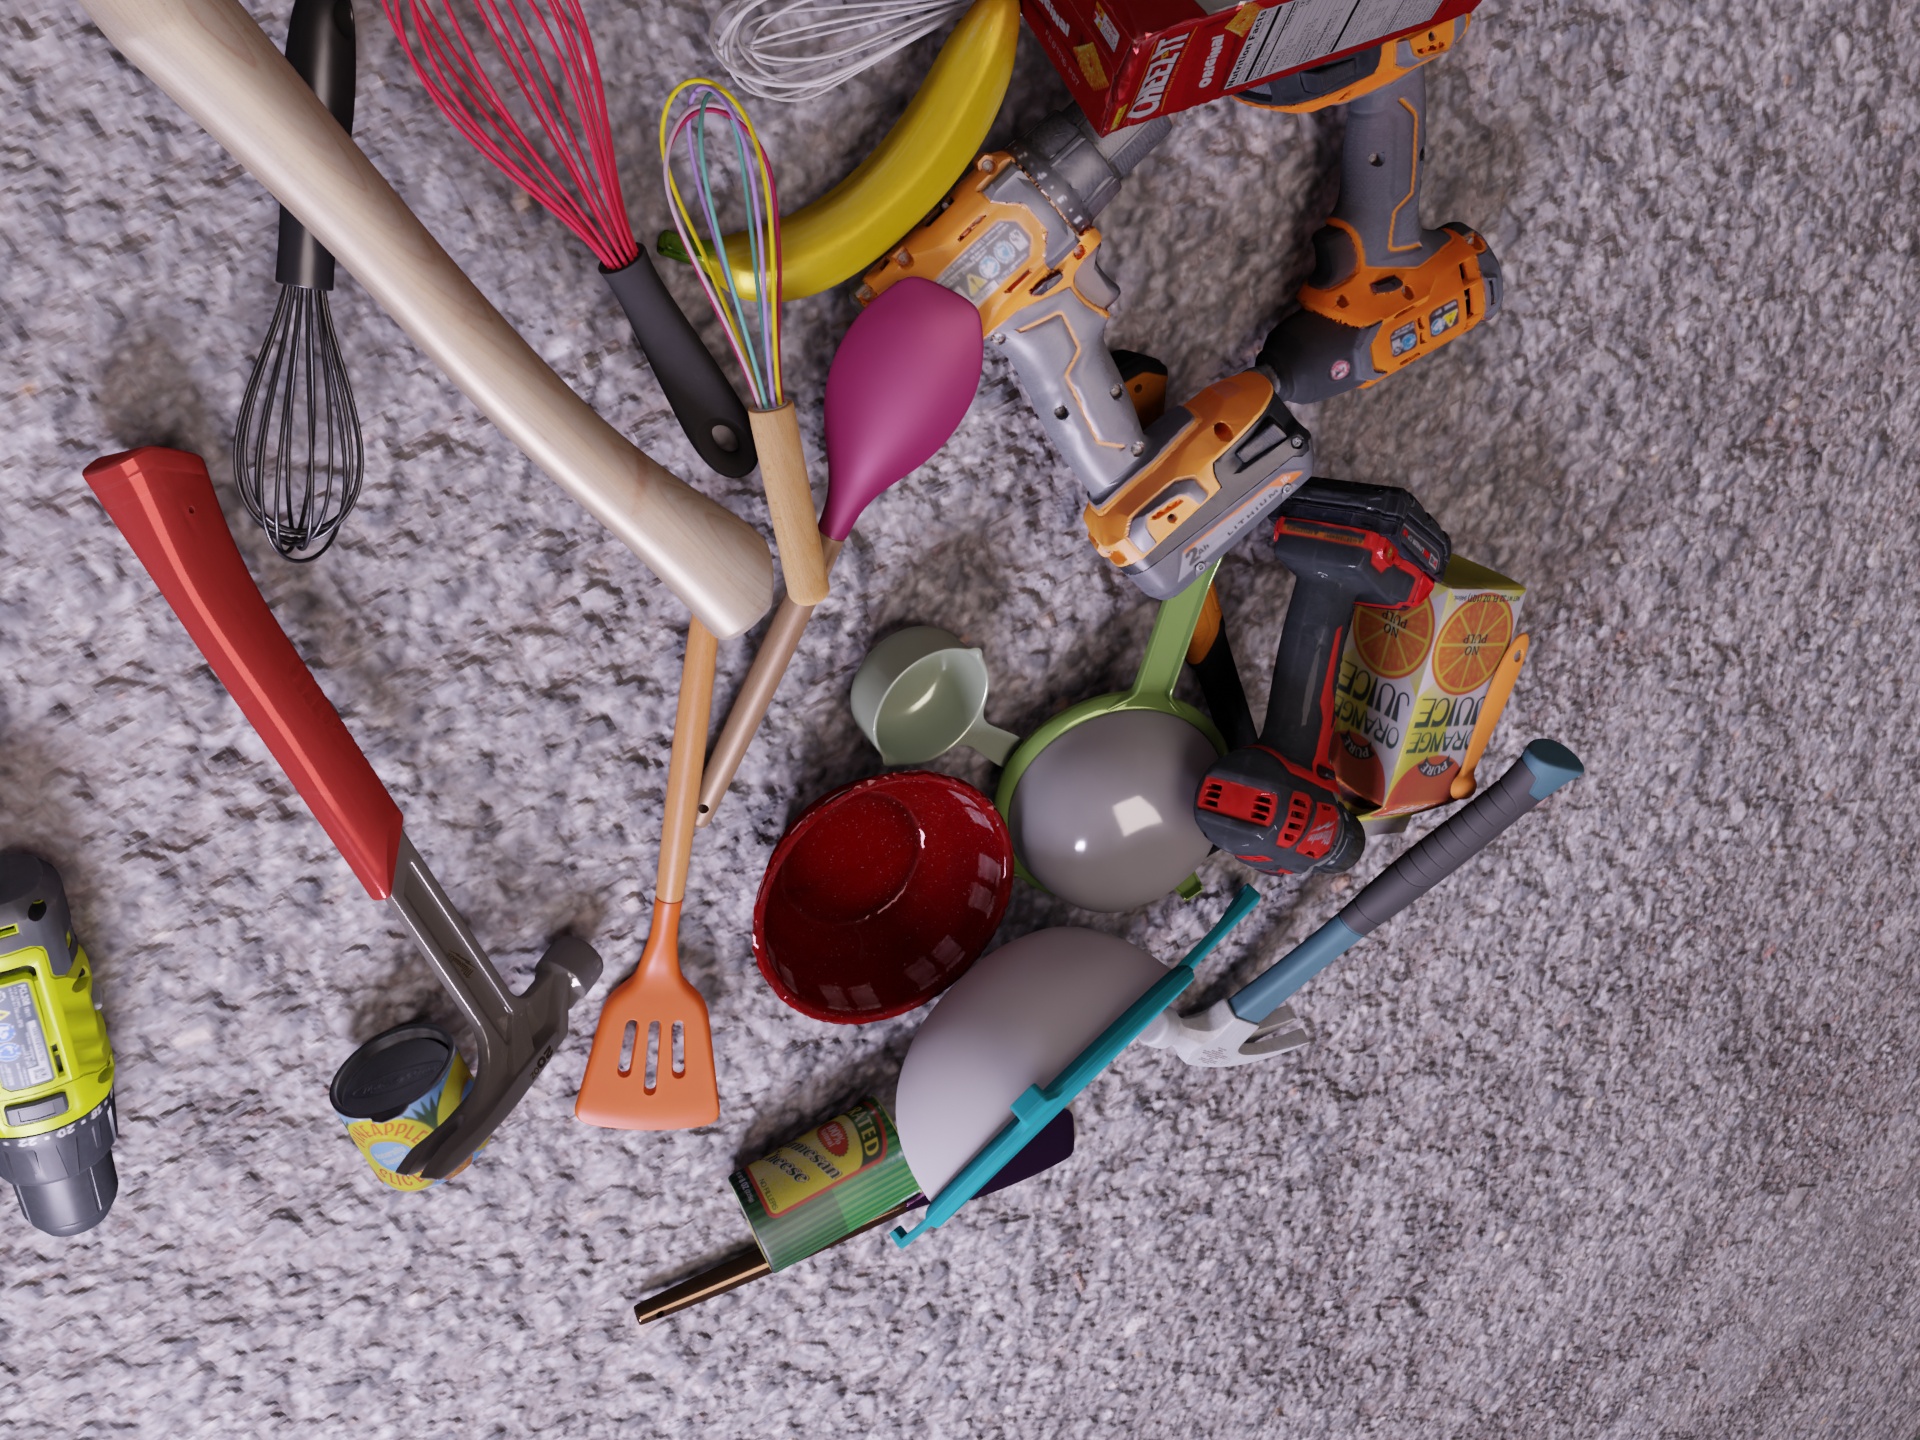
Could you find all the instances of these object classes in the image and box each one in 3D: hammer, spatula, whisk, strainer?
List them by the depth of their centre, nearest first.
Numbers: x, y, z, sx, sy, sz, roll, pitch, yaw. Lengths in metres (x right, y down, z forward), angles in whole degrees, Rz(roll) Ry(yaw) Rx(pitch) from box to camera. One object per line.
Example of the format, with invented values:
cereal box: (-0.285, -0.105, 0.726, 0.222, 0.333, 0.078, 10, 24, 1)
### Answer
hammer: (-0.222, -0.166, 0.655, 0.146, 0.038, 0.410, -50, 127, -12)
whisk: (-0.271, -0.183, 0.665, 0.055, 0.055, 0.239, 1, 108, -29)
whisk: (-0.156, -0.218, 0.693, 0.073, 0.073, 0.295, -36, 135, -9)
whisk: (-0.094, -0.167, 0.731, 0.047, 0.051, 0.244, -7, 118, 4)
hammer: (-0.290, 0.041, 0.734, 0.149, 0.037, 0.358, -57, 133, -45)
whisk: (-0.002, -0.335, 0.740, 0.246, 0.059, 0.057, -23, 159, -22)
spatula: (-0.151, 0.078, 0.847, 0.081, 0.041, 0.322, 5, 115, -14)
strainer: (0.111, 0.018, 0.911, 0.151, 0.069, 0.256, 5, 121, -18)
hammer: (0.133, -0.063, 0.951, 0.127, 0.034, 0.336, -32, 125, -13)
strainer: (0.071, 0.163, 0.976, 0.340, 0.095, 0.211, -34, 163, -43)
spatula: (-0.061, 0.323, 1.041, 0.316, 0.018, 0.059, -17, 120, -22)
hammer: (0.270, 0.127, 1.057, 0.128, 0.033, 0.331, 26, 119, -41)

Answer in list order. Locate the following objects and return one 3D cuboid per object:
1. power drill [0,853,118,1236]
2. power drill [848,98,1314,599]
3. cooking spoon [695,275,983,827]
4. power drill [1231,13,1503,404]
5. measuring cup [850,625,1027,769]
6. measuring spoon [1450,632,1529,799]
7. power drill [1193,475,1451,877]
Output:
power drill: (-0.496, 0.172, 0.693, 0.228, 0.080, 0.190, -12, 118, -27)
power drill: (0.083, -0.195, 0.799, 0.185, 0.084, 0.226, -42, 113, 10)
cooking spoon: (-0.075, -0.072, 0.803, 0.068, 0.017, 0.318, 24, 115, -10)
power drill: (0.206, -0.284, 0.857, 0.164, 0.084, 0.226, -30, 128, -12)
measuring cup: (-0.001, -0.003, 0.912, 0.083, 0.038, 0.167, -52, 143, 7)
measuring spoon: (0.342, -0.001, 1.020, 0.021, 0.011, 0.117, 4, 111, -35)
power drill: (0.220, -0.015, 0.949, 0.187, 0.080, 0.227, 21, 85, -56)
